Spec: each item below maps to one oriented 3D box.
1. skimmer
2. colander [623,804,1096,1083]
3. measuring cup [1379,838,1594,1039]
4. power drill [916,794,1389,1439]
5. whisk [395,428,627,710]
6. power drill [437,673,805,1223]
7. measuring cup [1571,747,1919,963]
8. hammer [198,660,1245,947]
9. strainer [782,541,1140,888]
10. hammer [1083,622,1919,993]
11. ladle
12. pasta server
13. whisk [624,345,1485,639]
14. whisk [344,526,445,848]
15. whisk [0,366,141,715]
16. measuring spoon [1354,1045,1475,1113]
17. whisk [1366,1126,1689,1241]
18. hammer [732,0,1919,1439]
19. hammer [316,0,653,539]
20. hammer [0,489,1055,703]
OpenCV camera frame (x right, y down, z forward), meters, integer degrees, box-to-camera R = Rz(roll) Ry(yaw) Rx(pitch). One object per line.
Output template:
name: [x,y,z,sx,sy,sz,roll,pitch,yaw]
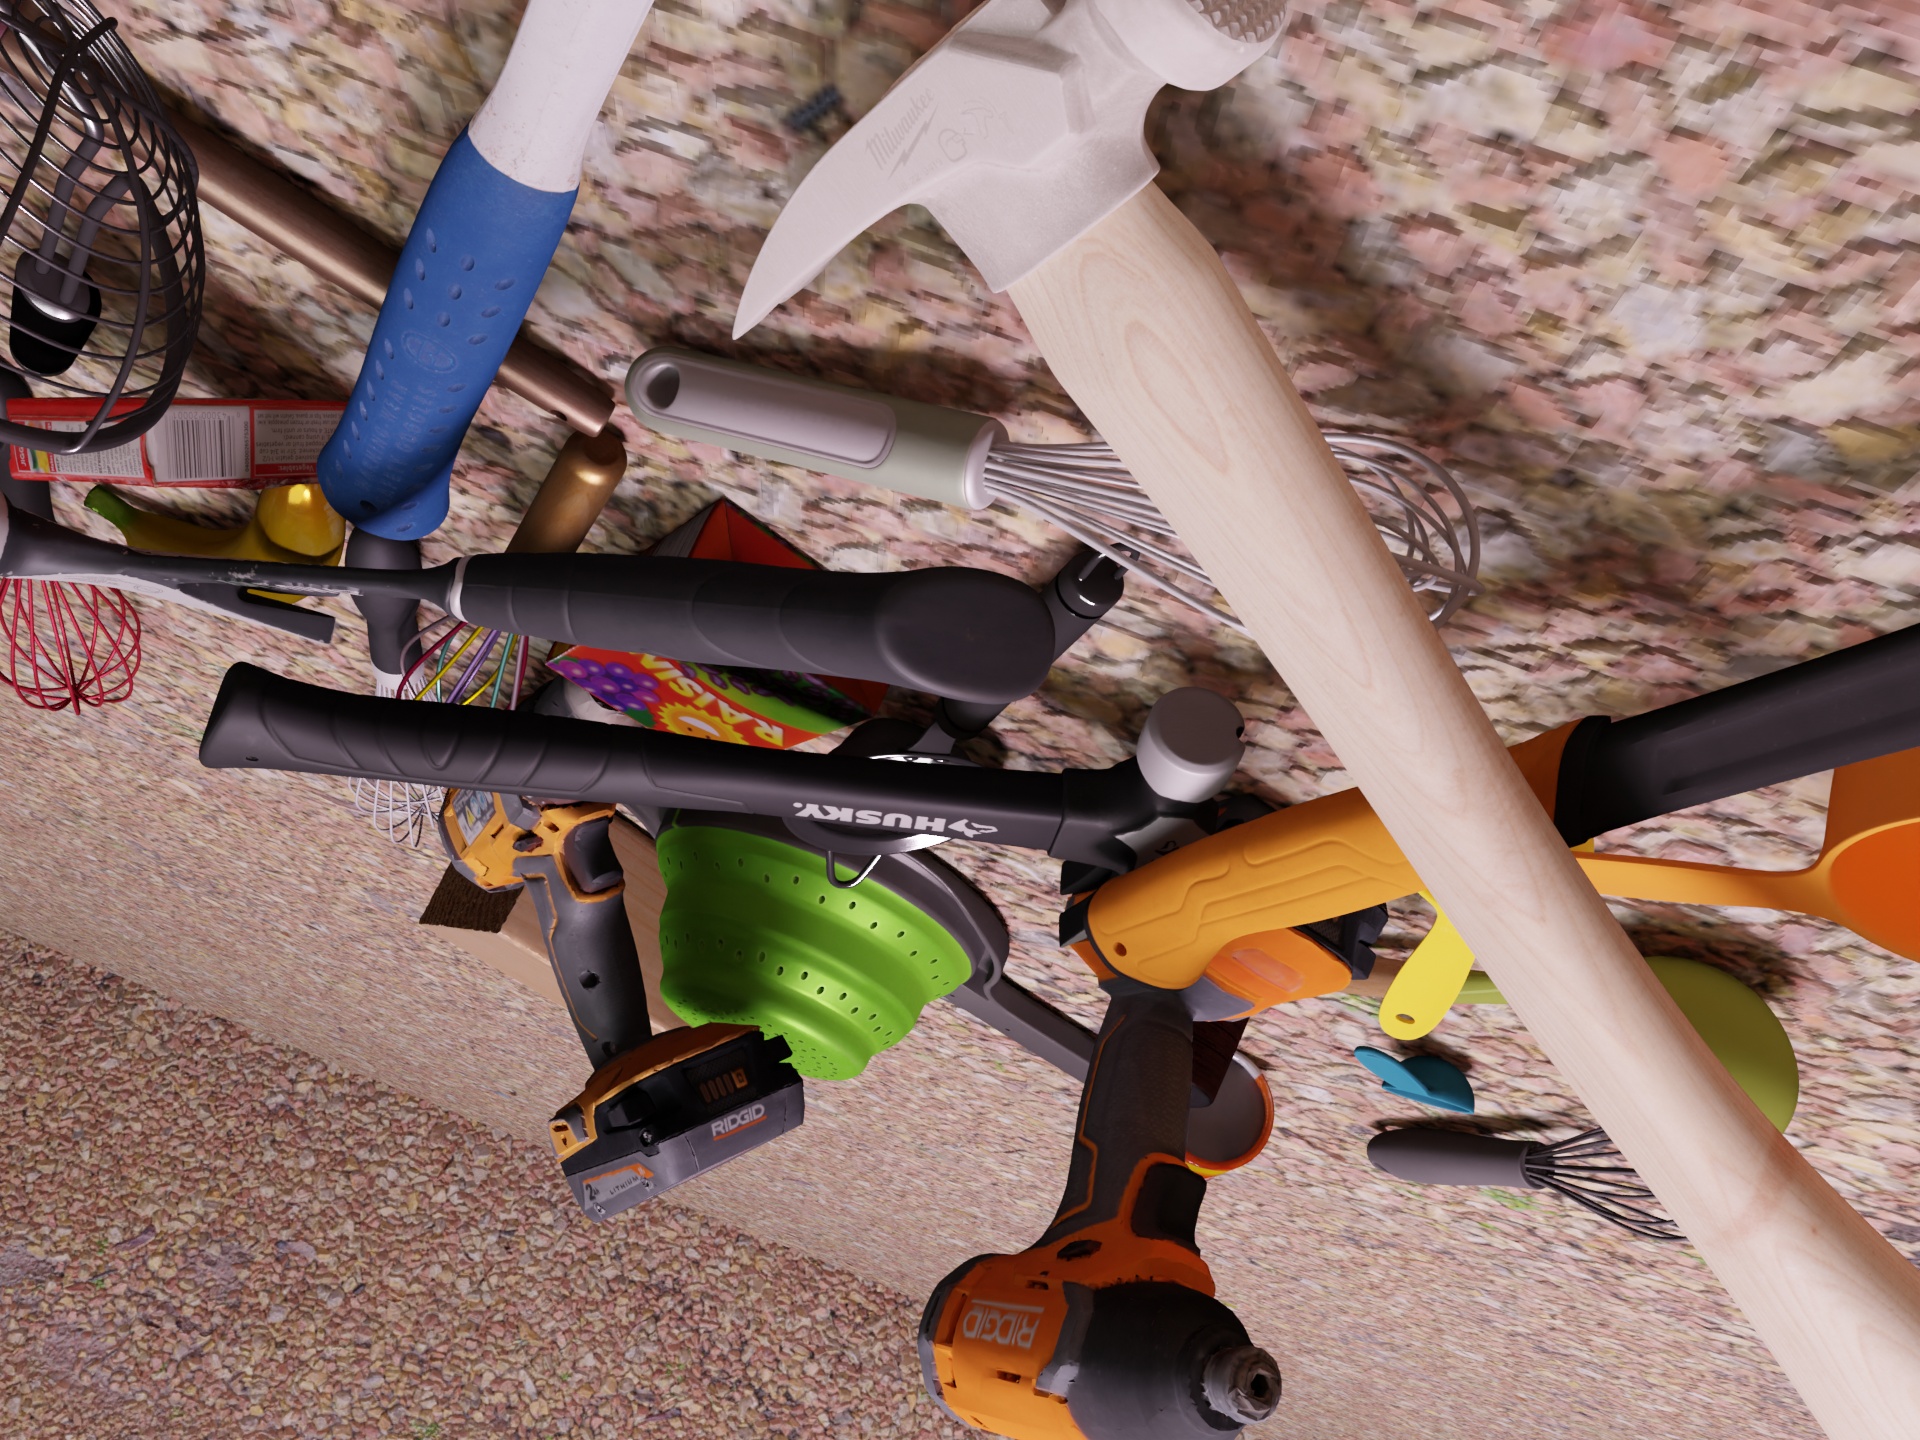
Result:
skimmer: [-0.268,-0.118,0.424,0.363,0.090,0.127,4,125,58]
colander: [-0.026,0.163,0.843,0.396,0.094,0.204,36,152,-27]
measuring cup: [0.170,0.067,0.545,0.062,0.029,0.156,19,147,11]
power drill: [0.076,0.145,0.564,0.084,0.227,0.164,32,153,-19]
whisk: [-0.175,-0.040,0.604,0.047,0.051,0.245,0,159,-31]
power drill: [-0.151,0.090,0.701,0.185,0.084,0.226,-39,72,49]
measuring cup: [0.226,0.023,0.410,0.174,0.052,0.095,0,147,43]
hammer: [-0.084,0.021,0.539,0.334,0.035,0.146,6,150,-5]
strainer: [-0.001,-0.002,0.563,0.086,0.050,0.258,5,155,-23]
hammer: [0.133,0.016,0.404,0.127,0.034,0.337,52,145,-5]
ladle: [0.162,0.113,0.638,0.320,0.062,0.078,1,145,43]
pasta server: [-0.239,-0.164,0.439,0.316,0.040,0.060,32,164,-21]
whisk: [0.014,-0.065,0.418,0.246,0.058,0.059,17,-175,21]
whisk: [-0.261,-0.012,0.741,0.070,0.070,0.284,23,150,-2]
whisk: [-0.438,-0.079,0.756,0.073,0.073,0.295,26,148,-7]
measuring spoon: [0.197,0.150,0.697,0.042,0.021,0.128,9,163,32]
whisk: [0.276,0.212,0.757,0.055,0.055,0.239,31,158,-17]
hammer: [0.112,0.029,0.367,0.146,0.038,0.410,-21,111,49]
hammer: [-0.097,-0.134,0.346,0.144,0.035,0.405,25,153,-21]
hammer: [-0.151,-0.037,0.469,0.409,0.036,0.149,7,177,36]
